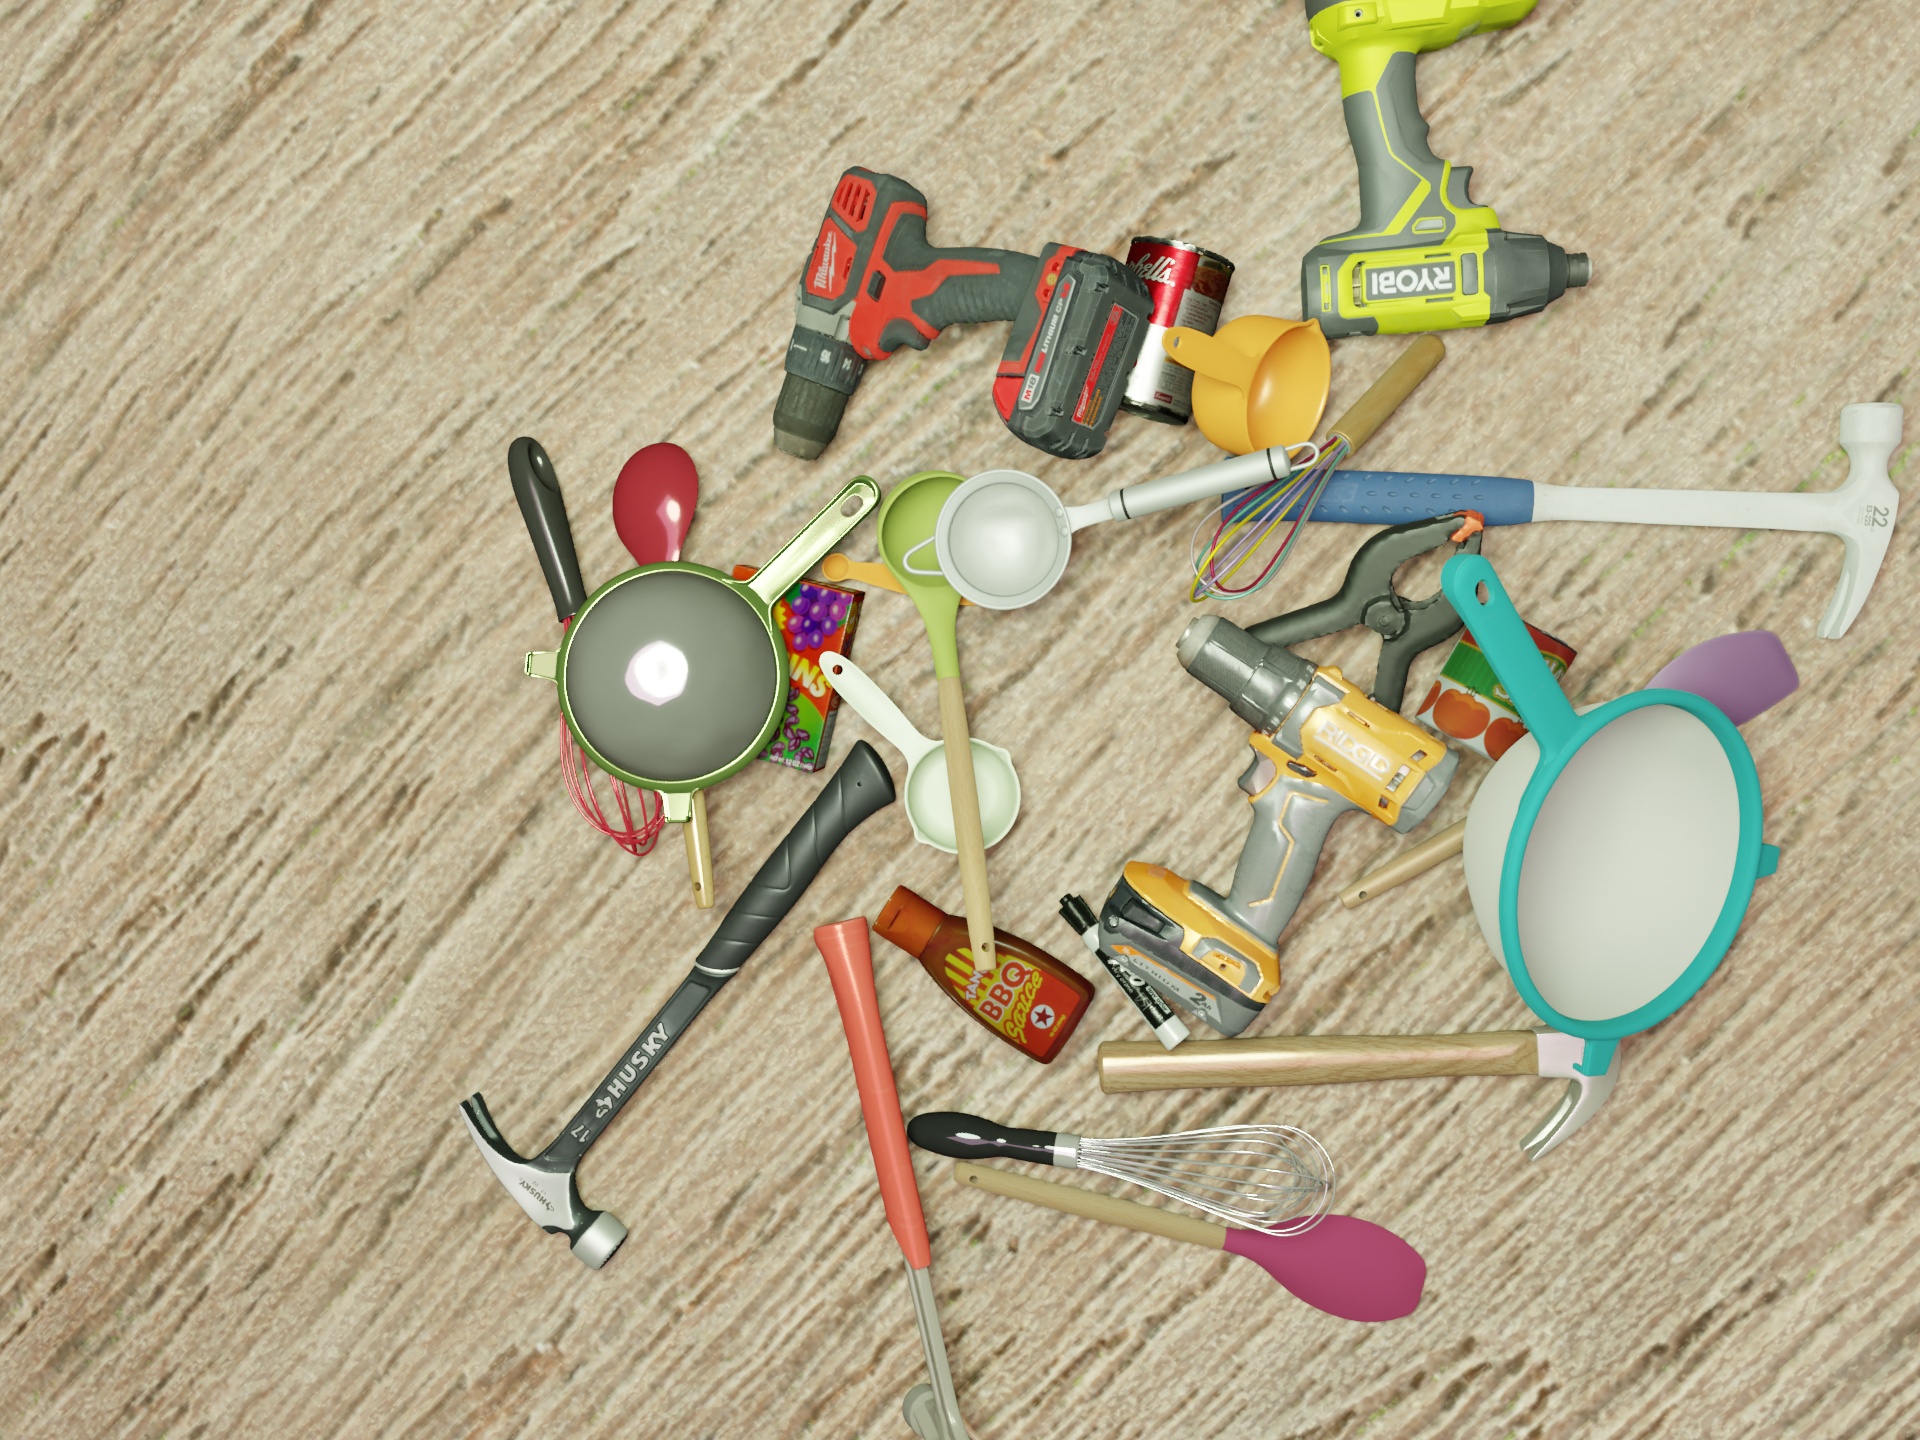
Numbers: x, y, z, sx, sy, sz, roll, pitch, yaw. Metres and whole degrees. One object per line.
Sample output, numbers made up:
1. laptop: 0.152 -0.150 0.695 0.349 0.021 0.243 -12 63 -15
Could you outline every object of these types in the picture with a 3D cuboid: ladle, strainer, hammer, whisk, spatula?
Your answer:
1. ladle: -0.189 -0.033 1.049 0.069 0.031 0.315 -11 84 24
2. strainer: -0.148 -0.066 1.001 0.256 0.069 0.151 -44 87 -1
3. hammer: -0.182 0.179 1.088 0.149 0.036 0.409 39 97 4
4. whisk: -0.254 -0.051 1.070 0.073 0.073 0.296 -18 87 8
5. hammer: 0.369 -0.131 0.997 0.405 0.035 0.144 3 94 7
6. hammer: 0.256 0.223 1.038 0.331 0.031 0.130 -4 93 8
7. strainer: 0.090 -0.127 0.965 0.258 0.050 0.087 -13 92 20
8. hammer: -0.038 0.308 1.041 0.036 0.149 0.359 -11 86 -20
9. ladle: -0.002 -0.003 1.005 0.078 0.062 0.320 -4 77 -13
10. spatula: 0.382 0.036 1.015 0.316 0.018 0.059 -31 97 7
11. strainer: 0.339 0.032 0.933 0.211 0.095 0.340 -44 115 -13
12. whisk: 0.102 0.290 1.051 0.284 0.070 0.070 4 95 11
13. whisk: 0.219 -0.156 0.968 0.245 0.051 0.047 -46 129 -17

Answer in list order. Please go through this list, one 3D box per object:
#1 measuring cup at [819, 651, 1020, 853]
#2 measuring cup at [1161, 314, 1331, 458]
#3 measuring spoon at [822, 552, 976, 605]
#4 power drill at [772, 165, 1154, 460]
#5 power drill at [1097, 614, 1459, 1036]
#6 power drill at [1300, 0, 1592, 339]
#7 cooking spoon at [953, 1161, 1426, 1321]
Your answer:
1. measuring cup: -0.032 0.017 1.048 0.083 0.038 0.167 -45 91 -4
2. measuring cup: 0.156 -0.211 0.957 0.052 0.173 0.095 26 102 41
3. measuring spoon: -0.035 -0.093 1.064 0.117 0.011 0.021 11 80 3
4. power drill: -0.013 -0.230 0.992 0.227 0.080 0.188 25 101 27
5. power drill: 0.173 0.060 1.001 0.185 0.084 0.226 35 104 5
6. power drill: 0.293 -0.353 0.973 0.171 0.080 0.223 -3 97 8
7. cooking spoon: 0.151 0.341 1.066 0.319 0.017 0.069 13 95 6
